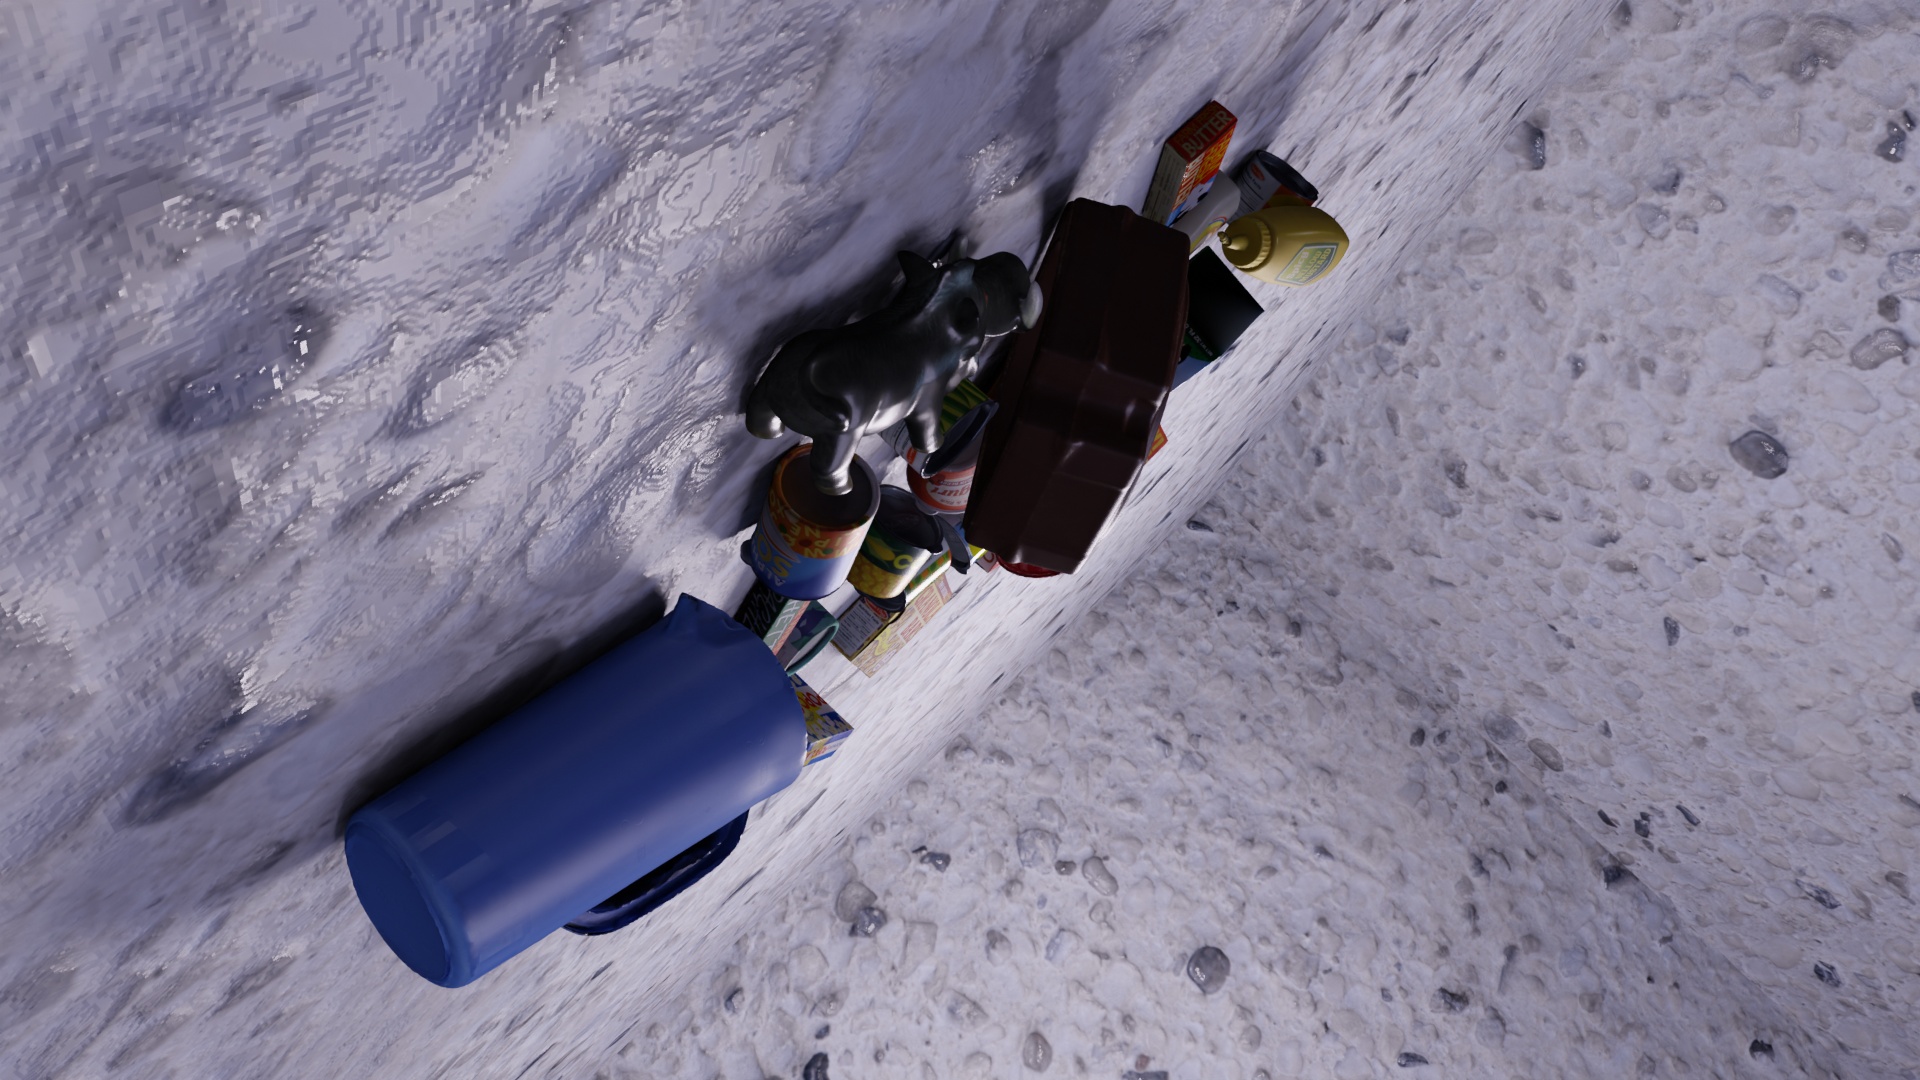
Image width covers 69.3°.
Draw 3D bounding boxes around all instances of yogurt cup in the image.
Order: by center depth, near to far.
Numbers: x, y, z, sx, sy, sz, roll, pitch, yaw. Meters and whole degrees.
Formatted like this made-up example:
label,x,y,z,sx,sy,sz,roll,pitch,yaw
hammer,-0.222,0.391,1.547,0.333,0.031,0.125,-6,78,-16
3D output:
label,x,y,z,sx,sy,sz,roll,pitch,yaw
yogurt cup,-0.006,-0.061,1.016,0.072,0.072,0.053,-42,161,-19

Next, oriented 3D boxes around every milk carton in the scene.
label,x,y,z,sx,sy,sz,roll,pitch,yaw
milk carton,0.154,-0.156,1.148,0.074,0.072,0.190,-44,-175,-33

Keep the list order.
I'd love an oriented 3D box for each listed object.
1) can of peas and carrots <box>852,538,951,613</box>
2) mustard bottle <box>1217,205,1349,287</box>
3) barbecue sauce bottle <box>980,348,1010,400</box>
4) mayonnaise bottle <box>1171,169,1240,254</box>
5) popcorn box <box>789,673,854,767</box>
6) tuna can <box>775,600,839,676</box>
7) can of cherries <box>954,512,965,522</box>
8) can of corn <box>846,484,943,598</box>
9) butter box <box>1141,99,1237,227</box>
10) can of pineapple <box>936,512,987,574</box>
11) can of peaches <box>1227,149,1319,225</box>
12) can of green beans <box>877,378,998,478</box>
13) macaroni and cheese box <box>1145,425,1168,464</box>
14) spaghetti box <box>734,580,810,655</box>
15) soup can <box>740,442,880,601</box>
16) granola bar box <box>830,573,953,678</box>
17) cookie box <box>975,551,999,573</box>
label,x,y,z,sx,sy,sz,roll,pitch,yaw
can of peas and carrots,-0.051,0.017,1.130,0.059,0.071,0.070,-40,168,-31
mustard bottle,0.255,-0.240,1.131,0.161,0.049,0.065,-10,146,-45
barbecue sauce bottle,0.060,-0.139,1.031,0.147,0.044,0.065,-53,178,34
mayonnaise bottle,0.153,-0.225,1.078,0.148,0.041,0.064,-44,173,-15
popcorn box,-0.151,0.155,1.208,0.038,0.085,0.127,-48,169,7
tuna can,-0.131,0.078,1.133,0.071,0.033,0.071,-44,170,-10
can of cherries,0.015,-0.049,1.158,0.071,0.058,0.071,-45,169,-11
can of corn,-0.054,0.003,1.045,0.058,0.071,0.071,-51,169,30
butter box,0.165,-0.268,1.004,0.053,0.024,0.103,-43,169,-14
can of pineapple,0.004,-0.015,1.221,0.058,0.071,0.070,-42,169,-24
can of peaches,0.264,-0.291,1.194,0.057,0.071,0.071,-51,169,32
can of green beans,-0.021,-0.083,0.878,0.071,0.058,0.071,-44,170,-10
macaroni and cheese box,0.104,-0.081,1.277,0.167,0.040,0.123,-45,133,-12
spaghetti box,-0.144,0.060,1.025,0.050,0.029,0.248,-35,166,-50
soup can,-0.093,-0.011,0.853,0.072,0.071,0.083,-39,167,-35
granola bar box,-0.066,0.072,1.362,0.124,0.039,0.165,-45,170,-6
cookie box,0.085,-0.050,1.499,0.166,0.040,0.123,-54,167,32
